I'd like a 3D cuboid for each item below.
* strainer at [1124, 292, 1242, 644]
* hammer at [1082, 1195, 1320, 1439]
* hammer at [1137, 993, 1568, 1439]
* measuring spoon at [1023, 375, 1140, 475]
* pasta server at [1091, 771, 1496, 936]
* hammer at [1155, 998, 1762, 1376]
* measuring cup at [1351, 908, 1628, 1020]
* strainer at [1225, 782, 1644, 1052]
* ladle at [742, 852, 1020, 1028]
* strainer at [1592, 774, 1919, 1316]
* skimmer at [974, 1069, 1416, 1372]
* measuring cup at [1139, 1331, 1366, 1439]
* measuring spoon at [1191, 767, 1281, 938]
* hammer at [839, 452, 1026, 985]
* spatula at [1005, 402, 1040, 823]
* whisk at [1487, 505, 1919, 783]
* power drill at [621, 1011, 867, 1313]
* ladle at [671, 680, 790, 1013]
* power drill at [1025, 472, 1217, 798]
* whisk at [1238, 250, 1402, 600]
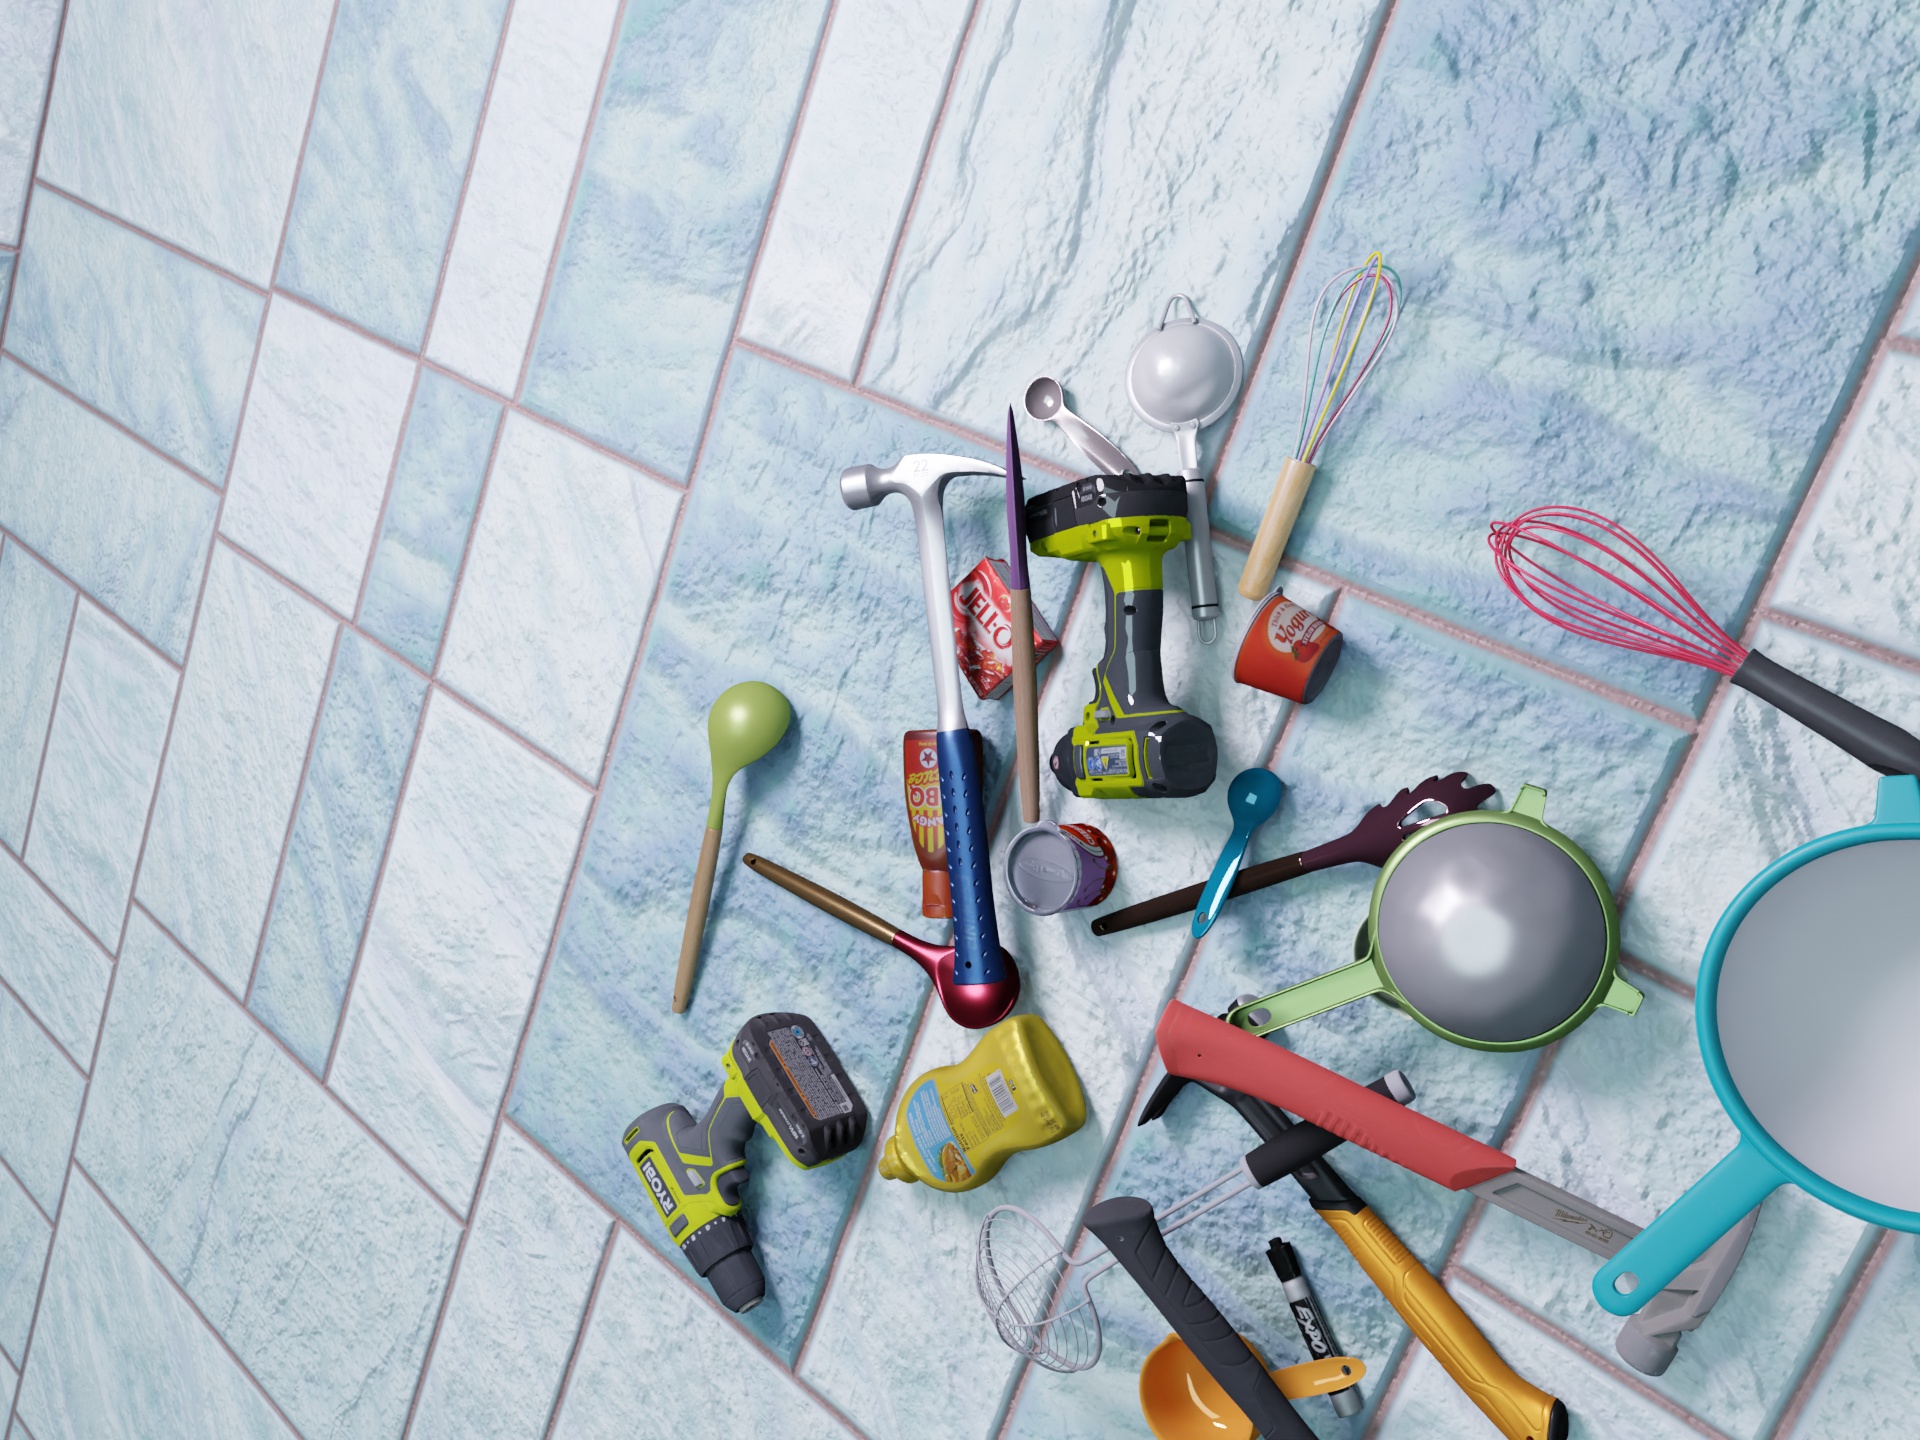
[{"bbox_3d":[0.164,-0.183,1.137,0.087,0.050,0.258,-7,89,21],"label":"strainer"},{"bbox_3d":[0.195,0.451,1.043,0.146,0.035,0.335,-40,88,23],"label":"hammer"},{"bbox_3d":[0.264,0.348,1.065,0.337,0.034,0.127,48,115,26],"label":"hammer"},{"bbox_3d":[0.096,-0.215,1.203,0.124,0.018,0.034,46,115,19],"label":"measuring spoon"},{"bbox_3d":[0.221,0.105,1.104,0.316,0.040,0.060,-24,76,37],"label":"pasta server"},{"bbox_3d":[0.292,0.256,0.982,0.359,0.036,0.149,24,106,15],"label":"hammer"},{"bbox_3d":[0.337,0.153,1.016,0.167,0.038,0.083,2,90,26],"label":"measuring cup"},{"bbox_3d":[0.274,0.152,0.986,0.256,0.069,0.151,-26,78,22],"label":"strainer"},{"bbox_3d":[-0.071,0.171,1.310,0.316,0.031,0.069,23,79,36],"label":"ladle"},{"bbox_3d":[0.480,0.207,0.872,0.211,0.095,0.340,48,115,27],"label":"strainer"},{"bbox_3d":[0.157,0.335,1.100,0.363,0.090,0.127,-36,75,17],"label":"skimmer"},{"bbox_3d":[0.208,0.454,1.095,0.173,0.052,0.095,-27,75,30],"label":"measuring cup"},{"bbox_3d":[0.184,0.090,1.106,0.042,0.021,0.128,17,82,52],"label":"measuring spoon"},{"bbox_3d":[-0.002,-0.004,1.209,0.144,0.035,0.405,-7,88,22],"label":"hammer"},{"bbox_3d":[0.045,-0.073,1.167,0.018,0.060,0.315,-2,108,4],"label":"spatula"},{"bbox_3d":[0.439,-0.043,0.930,0.296,0.073,0.073,37,110,25],"label":"whisk"},{"bbox_3d":[-0.183,0.377,1.361,0.228,0.080,0.191,-49,64,28],"label":"power drill"},{"bbox_3d":[-0.212,0.117,1.411,0.078,0.062,0.320,30,114,42],"label":"ladle"},{"bbox_3d":[0.107,-0.055,1.137,0.171,0.080,0.223,-7,87,63],"label":"power drill"},{"bbox_3d":[0.241,-0.198,1.085,0.047,0.051,0.245,41,118,51],"label":"whisk"}]
